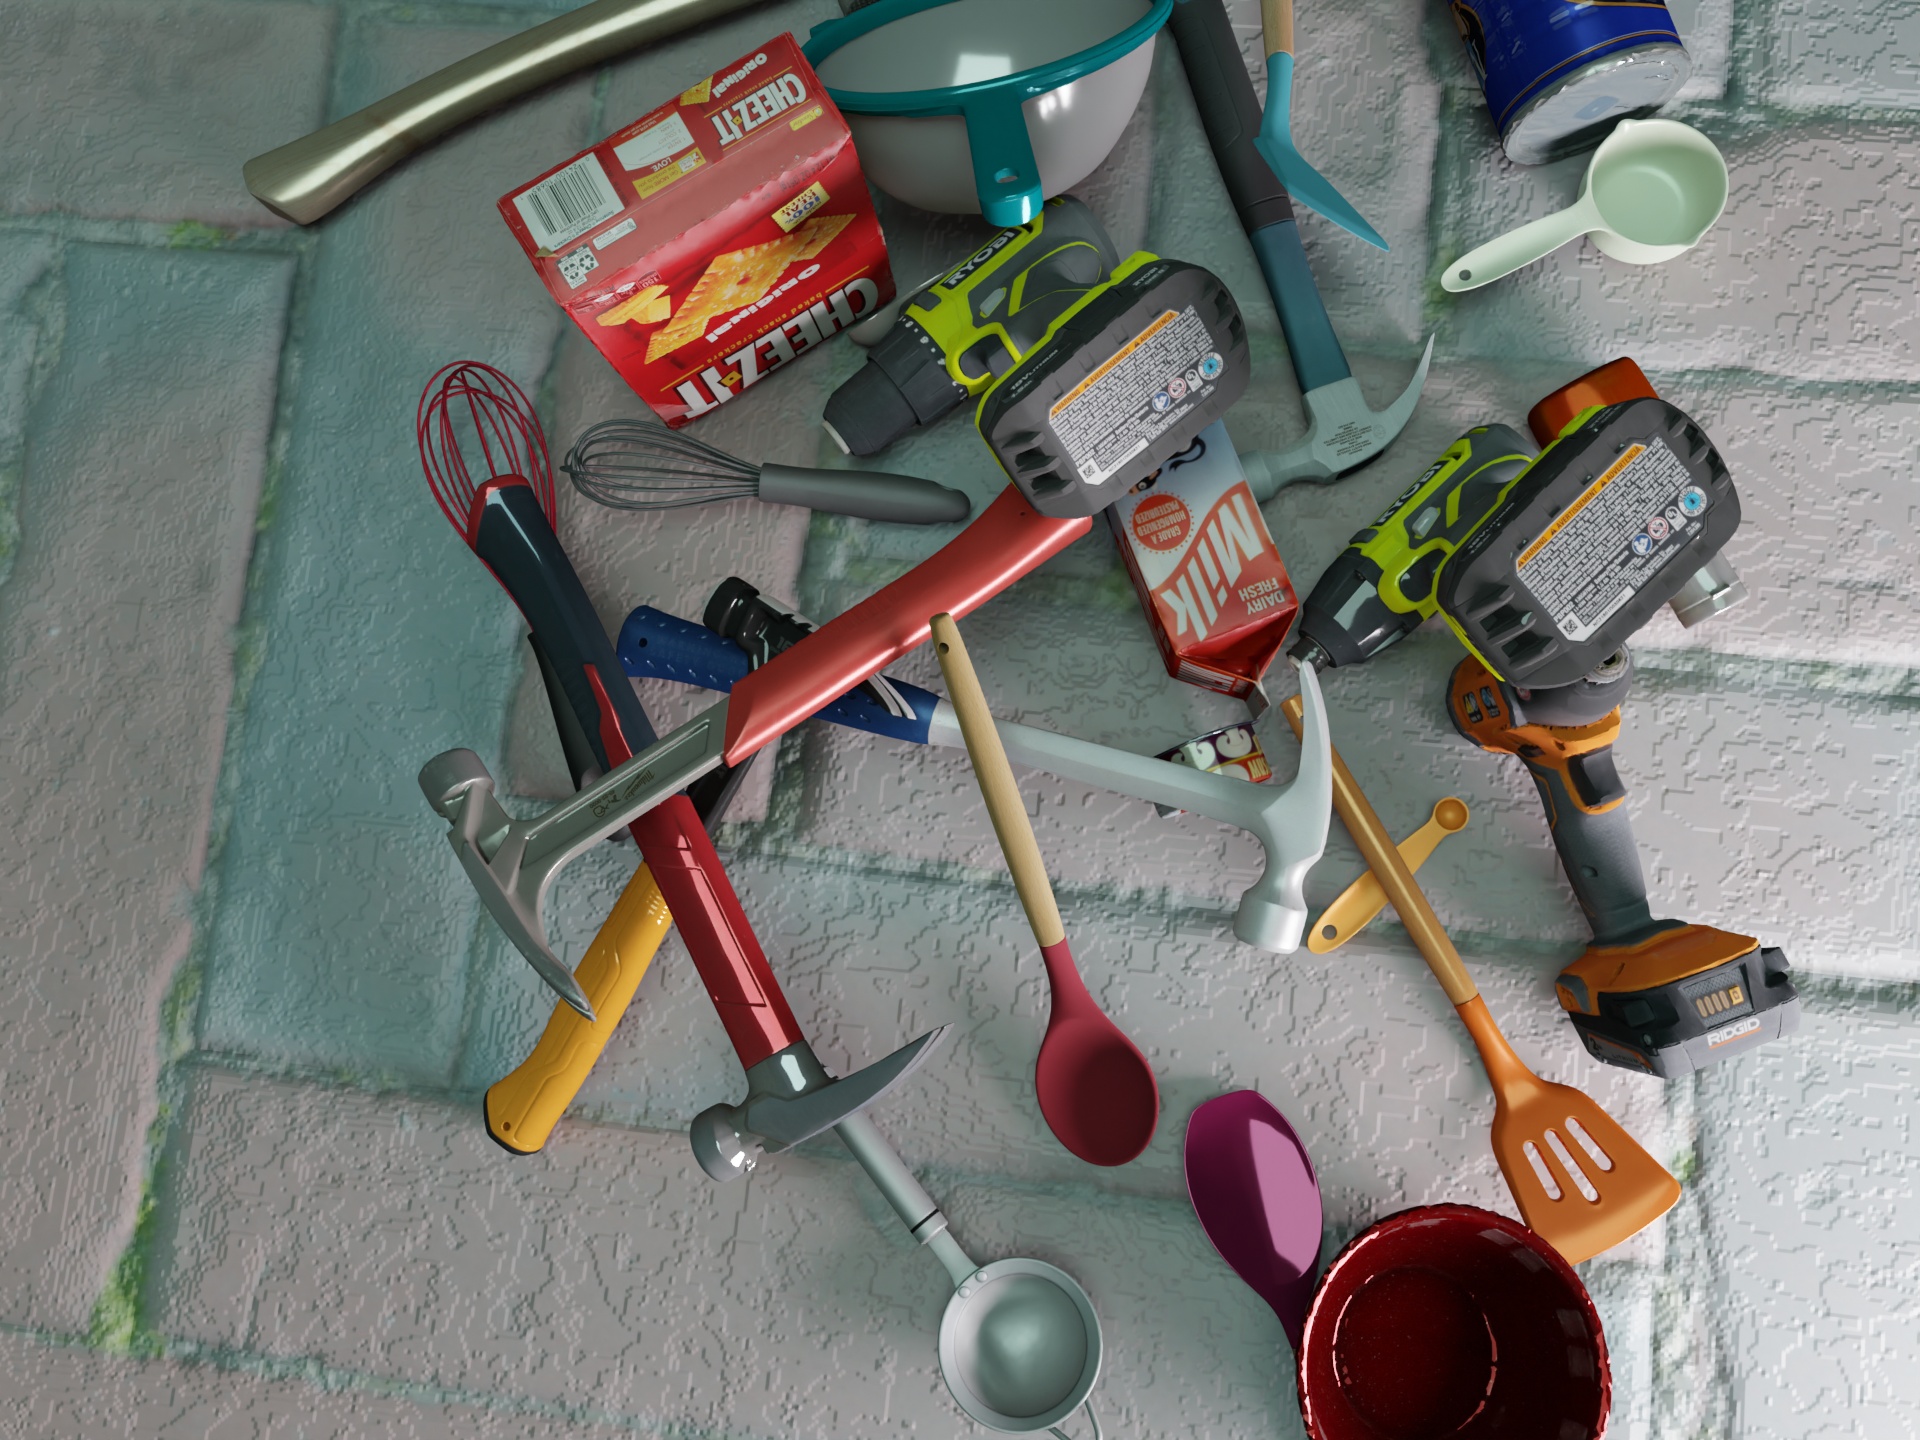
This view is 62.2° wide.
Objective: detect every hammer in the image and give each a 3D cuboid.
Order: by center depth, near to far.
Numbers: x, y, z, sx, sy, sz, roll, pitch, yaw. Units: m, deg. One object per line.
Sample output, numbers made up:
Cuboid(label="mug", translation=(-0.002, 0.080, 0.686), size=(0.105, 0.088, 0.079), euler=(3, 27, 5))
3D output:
Cuboid(label="hammer", translation=(-0.078, -0.011, 0.788), size=(0.359, 0.036, 0.149), euler=(-34, 68, -15))
Cuboid(label="hammer", translation=(-0.149, 0.031, 0.823), size=(0.143, 0.038, 0.386), euler=(-31, 77, 13))
Cuboid(label="hammer", translation=(-0.001, -0.003, 0.852), size=(0.405, 0.035, 0.144), euler=(15, 94, 18))
Cuboid(label="hammer", translation=(-0.158, 0.096, 0.860), size=(0.127, 0.034, 0.337), euler=(33, 97, 17))
Cuboid(label="hammer", translation=(0.175, -0.296, 0.920), size=(0.128, 0.033, 0.331), euler=(-17, 81, 3))
Cuboid(label="hammer", translation=(-0.250, -0.419, 0.974), size=(0.410, 0.038, 0.146), euler=(-24, 79, 2))

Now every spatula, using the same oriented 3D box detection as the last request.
Cuboid(label="spatula", translation=(0.258, 0.127, 0.843), size=(0.081, 0.041, 0.323), euler=(-30, 84, 1))
Cuboid(label="spatula", translation=(0.190, -0.400, 0.903), size=(0.082, 0.044, 0.318), euler=(15, 65, -34))

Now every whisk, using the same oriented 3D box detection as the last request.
Cuboid(label="whisk", translation=(-0.244, -0.070, 0.915), size=(0.073, 0.073, 0.296), euler=(-21, 87, 2))
Cuboid(label="whisk", translation=(-0.113, -0.137, 0.920), size=(0.239, 0.055, 0.055), euler=(7, 83, 1))

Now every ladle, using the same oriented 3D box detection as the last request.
Cuboid(label="ladle", translation=(0.038, 0.091, 0.819), size=(0.069, 0.031, 0.315), euler=(-11, 109, 24))

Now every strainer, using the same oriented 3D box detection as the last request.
Cuboid(label="strainer", translation=(0.021, -0.303, 0.840), size=(0.211, 0.095, 0.341), euler=(-10, 40, 5))
Cuboid(label="strainer", translation=(-0.010, 0.277, 0.852), size=(0.087, 0.050, 0.258), euler=(-38, 75, -7))

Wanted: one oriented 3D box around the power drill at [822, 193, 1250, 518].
Cuboid(label="power drill", translation=(0.030, -0.188, 0.840), size=(0.190, 0.229, 0.080), euler=(-39, 122, -2))

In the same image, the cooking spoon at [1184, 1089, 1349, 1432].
Cuboid(label="cooking spoon", translation=(0.189, 0.352, 0.834), size=(0.068, 0.017, 0.319), euler=(-17, 80, -8))

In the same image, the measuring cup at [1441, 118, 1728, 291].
Cuboid(label="measuring cup", translation=(0.347, -0.277, 0.901), size=(0.167, 0.038, 0.083), euler=(-25, 81, 3))

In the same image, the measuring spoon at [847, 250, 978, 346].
Cuboid(label="measuring spoon", translation=(-0.011, -0.254, 0.936), size=(0.124, 0.034, 0.018), euler=(-33, 104, -5))

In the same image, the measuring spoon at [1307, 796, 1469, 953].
Cuboid(label="measuring spoon", translation=(0.234, 0.086, 0.874), size=(0.117, 0.011, 0.021), euler=(-45, 85, 1))

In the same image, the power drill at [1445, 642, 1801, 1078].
Cuboid(label="power drill", translation=(0.325, 0.056, 0.792), size=(0.084, 0.164, 0.226), euler=(-21, 83, -1))

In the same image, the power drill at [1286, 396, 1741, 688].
Cuboid(label="power drill", translation=(0.257, -0.080, 0.787), size=(0.171, 0.223, 0.080), euler=(-44, 99, -3))
